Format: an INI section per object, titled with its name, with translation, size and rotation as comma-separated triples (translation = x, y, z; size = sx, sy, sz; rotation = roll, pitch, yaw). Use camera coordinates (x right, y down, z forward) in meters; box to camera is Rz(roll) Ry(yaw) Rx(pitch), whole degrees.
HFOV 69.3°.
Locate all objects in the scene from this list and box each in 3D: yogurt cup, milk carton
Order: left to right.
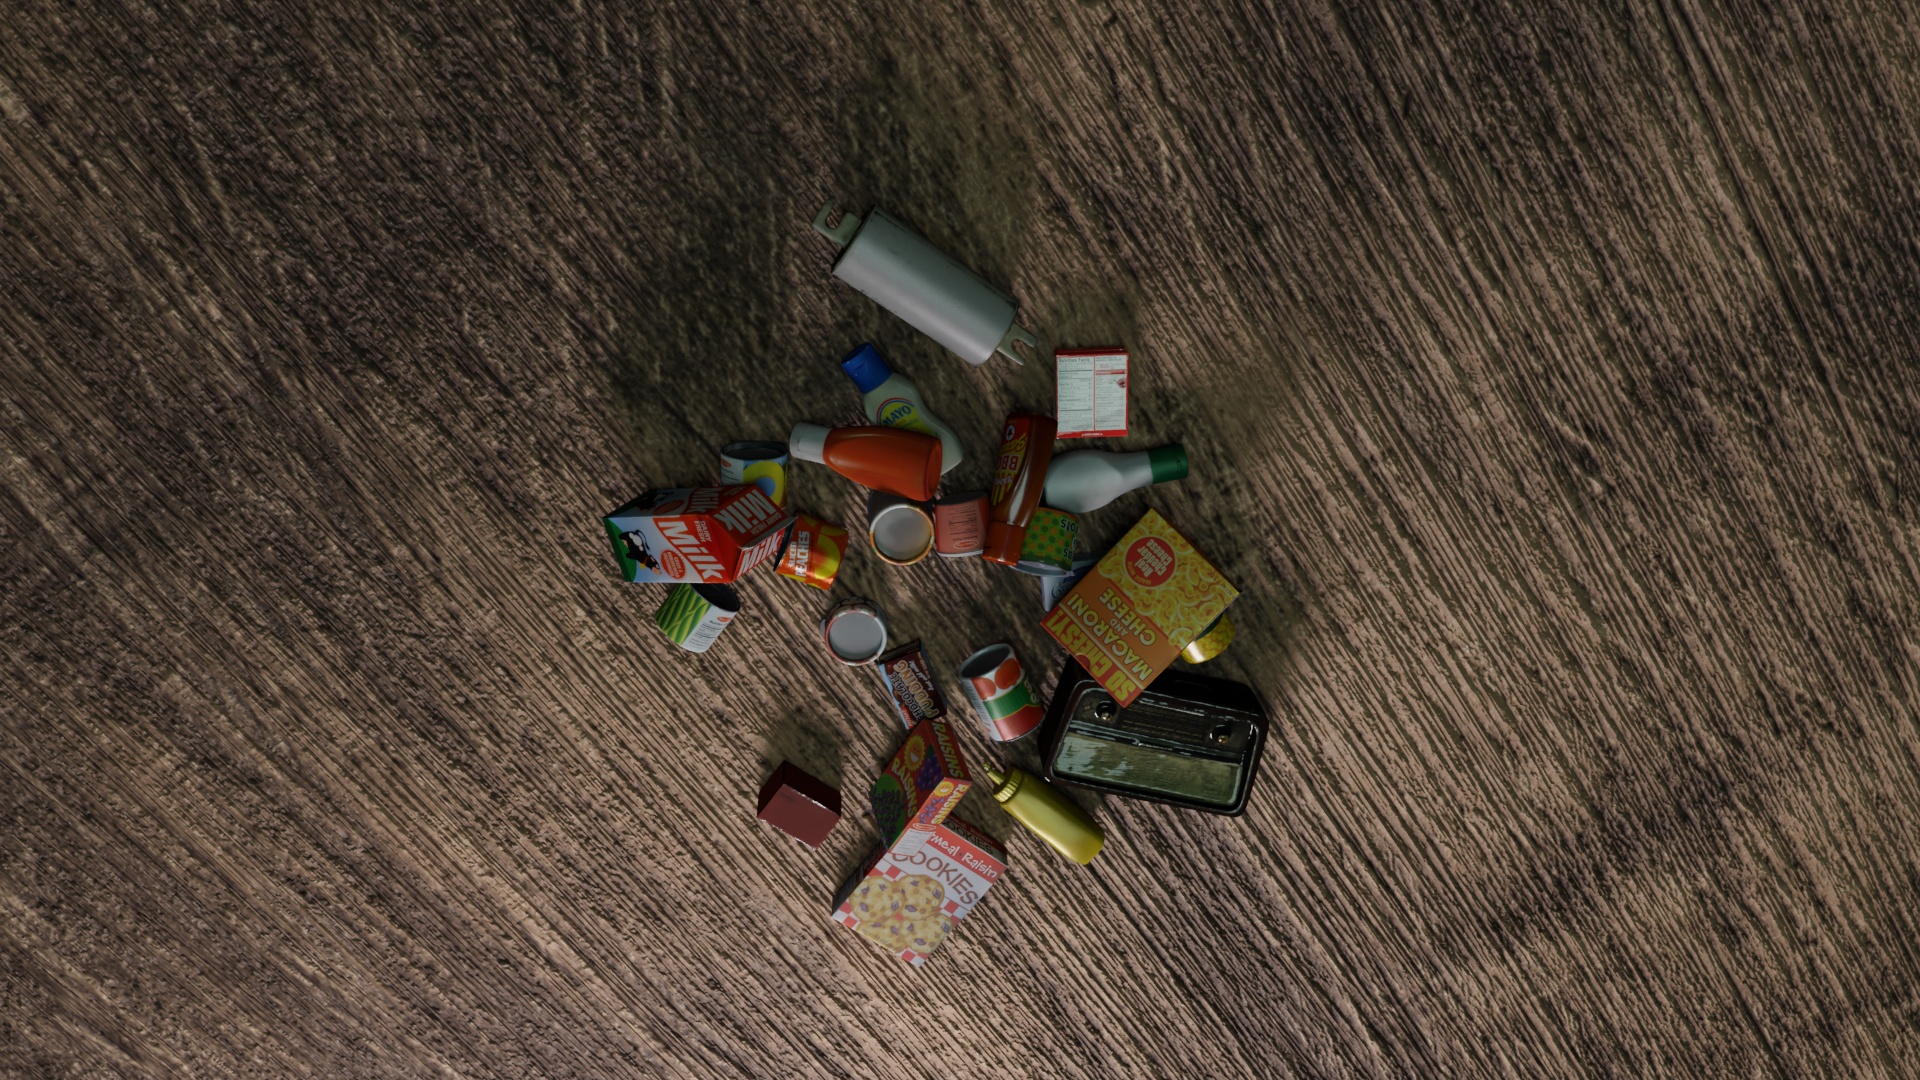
[milk carton]
translation = -0.246, -0.006, 1.331
size = 0.190, 0.073, 0.073
rotation = -1, 115, 35
[yogurt cup]
translation = 0.005, -0.018, 1.404
size = 0.072, 0.072, 0.053
rotation = -10, 102, -1

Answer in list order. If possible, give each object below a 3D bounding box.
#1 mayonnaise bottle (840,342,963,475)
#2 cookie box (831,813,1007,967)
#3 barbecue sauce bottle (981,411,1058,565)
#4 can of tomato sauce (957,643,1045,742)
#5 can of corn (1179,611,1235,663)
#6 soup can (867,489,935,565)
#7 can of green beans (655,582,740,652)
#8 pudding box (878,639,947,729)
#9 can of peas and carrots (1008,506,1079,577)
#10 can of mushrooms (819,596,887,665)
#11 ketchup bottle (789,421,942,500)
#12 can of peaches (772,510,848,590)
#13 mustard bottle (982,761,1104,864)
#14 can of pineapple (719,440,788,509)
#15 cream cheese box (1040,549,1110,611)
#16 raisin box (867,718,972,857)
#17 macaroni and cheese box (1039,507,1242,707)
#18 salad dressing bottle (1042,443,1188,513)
[mayonnaise bottle]
translation = -0.061, -0.126, 1.370
size = 0.064, 0.041, 0.148
rotation = -32, 109, 14
[cookie box]
translation = -0.046, 0.381, 1.555
size = 0.123, 0.040, 0.167
rotation = 35, 104, -15
[barbecue sauce bottle]
translation = 0.055, -0.051, 1.369
size = 0.044, 0.065, 0.148
rotation = 16, 84, -27
[can of tomato sauce]
translation = 0.045, 0.159, 1.468
size = 0.071, 0.071, 0.083
rotation = -26, 109, 5
[can of corn]
translation = 0.246, 0.088, 1.456
size = 0.071, 0.071, 0.058
rotation = -33, 110, 8
[soup can]
translation = -0.058, -0.018, 1.387
size = 0.071, 0.084, 0.071
rotation = -2, 110, -4
[can of green beans]
translation = -0.267, 0.071, 1.412
size = 0.071, 0.071, 0.057
rotation = 36, 104, -15
[pudding box]
translation = -0.051, 0.153, 1.477
size = 0.049, 0.030, 0.083
rotation = -20, 110, 4
[can of peas and carrots]
translation = 0.086, 0.002, 1.404
size = 0.071, 0.071, 0.059
rotation = 13, 78, -9
[can of mushrooms]
translation = -0.112, 0.095, 1.450
size = 0.071, 0.033, 0.070
rotation = -2, 111, -4
[ketchup bottle]
translation = -0.093, -0.084, 1.355
size = 0.149, 0.044, 0.064
rotation = 14, 115, 17
[can of peaches]
translation = -0.150, 0.011, 1.397
size = 0.058, 0.071, 0.071
rotation = 21, 107, -13
[mustard bottle]
translation = 0.084, 0.291, 1.522
size = 0.160, 0.065, 0.048
rotation = 37, 98, -10
[can of pineapple]
translation = -0.202, -0.063, 1.370
size = 0.071, 0.071, 0.057
rotation = 1, 110, -5
[cream cheese box]
translation = 0.136, 0.040, 1.455
size = 0.104, 0.024, 0.053
rotation = -8, 109, -2
[raisin box]
translation = -0.043, 0.263, 1.472
size = 0.040, 0.086, 0.123
rotation = 17, 121, -32
[macaroni and cheese box]
translation = 0.181, 0.067, 1.406
size = 0.124, 0.040, 0.166
rotation = 45, 101, 12
[salad dressing bottle]
translation = 0.155, -0.067, 1.409
size = 0.148, 0.044, 0.064
rotation = -11, 108, -2
